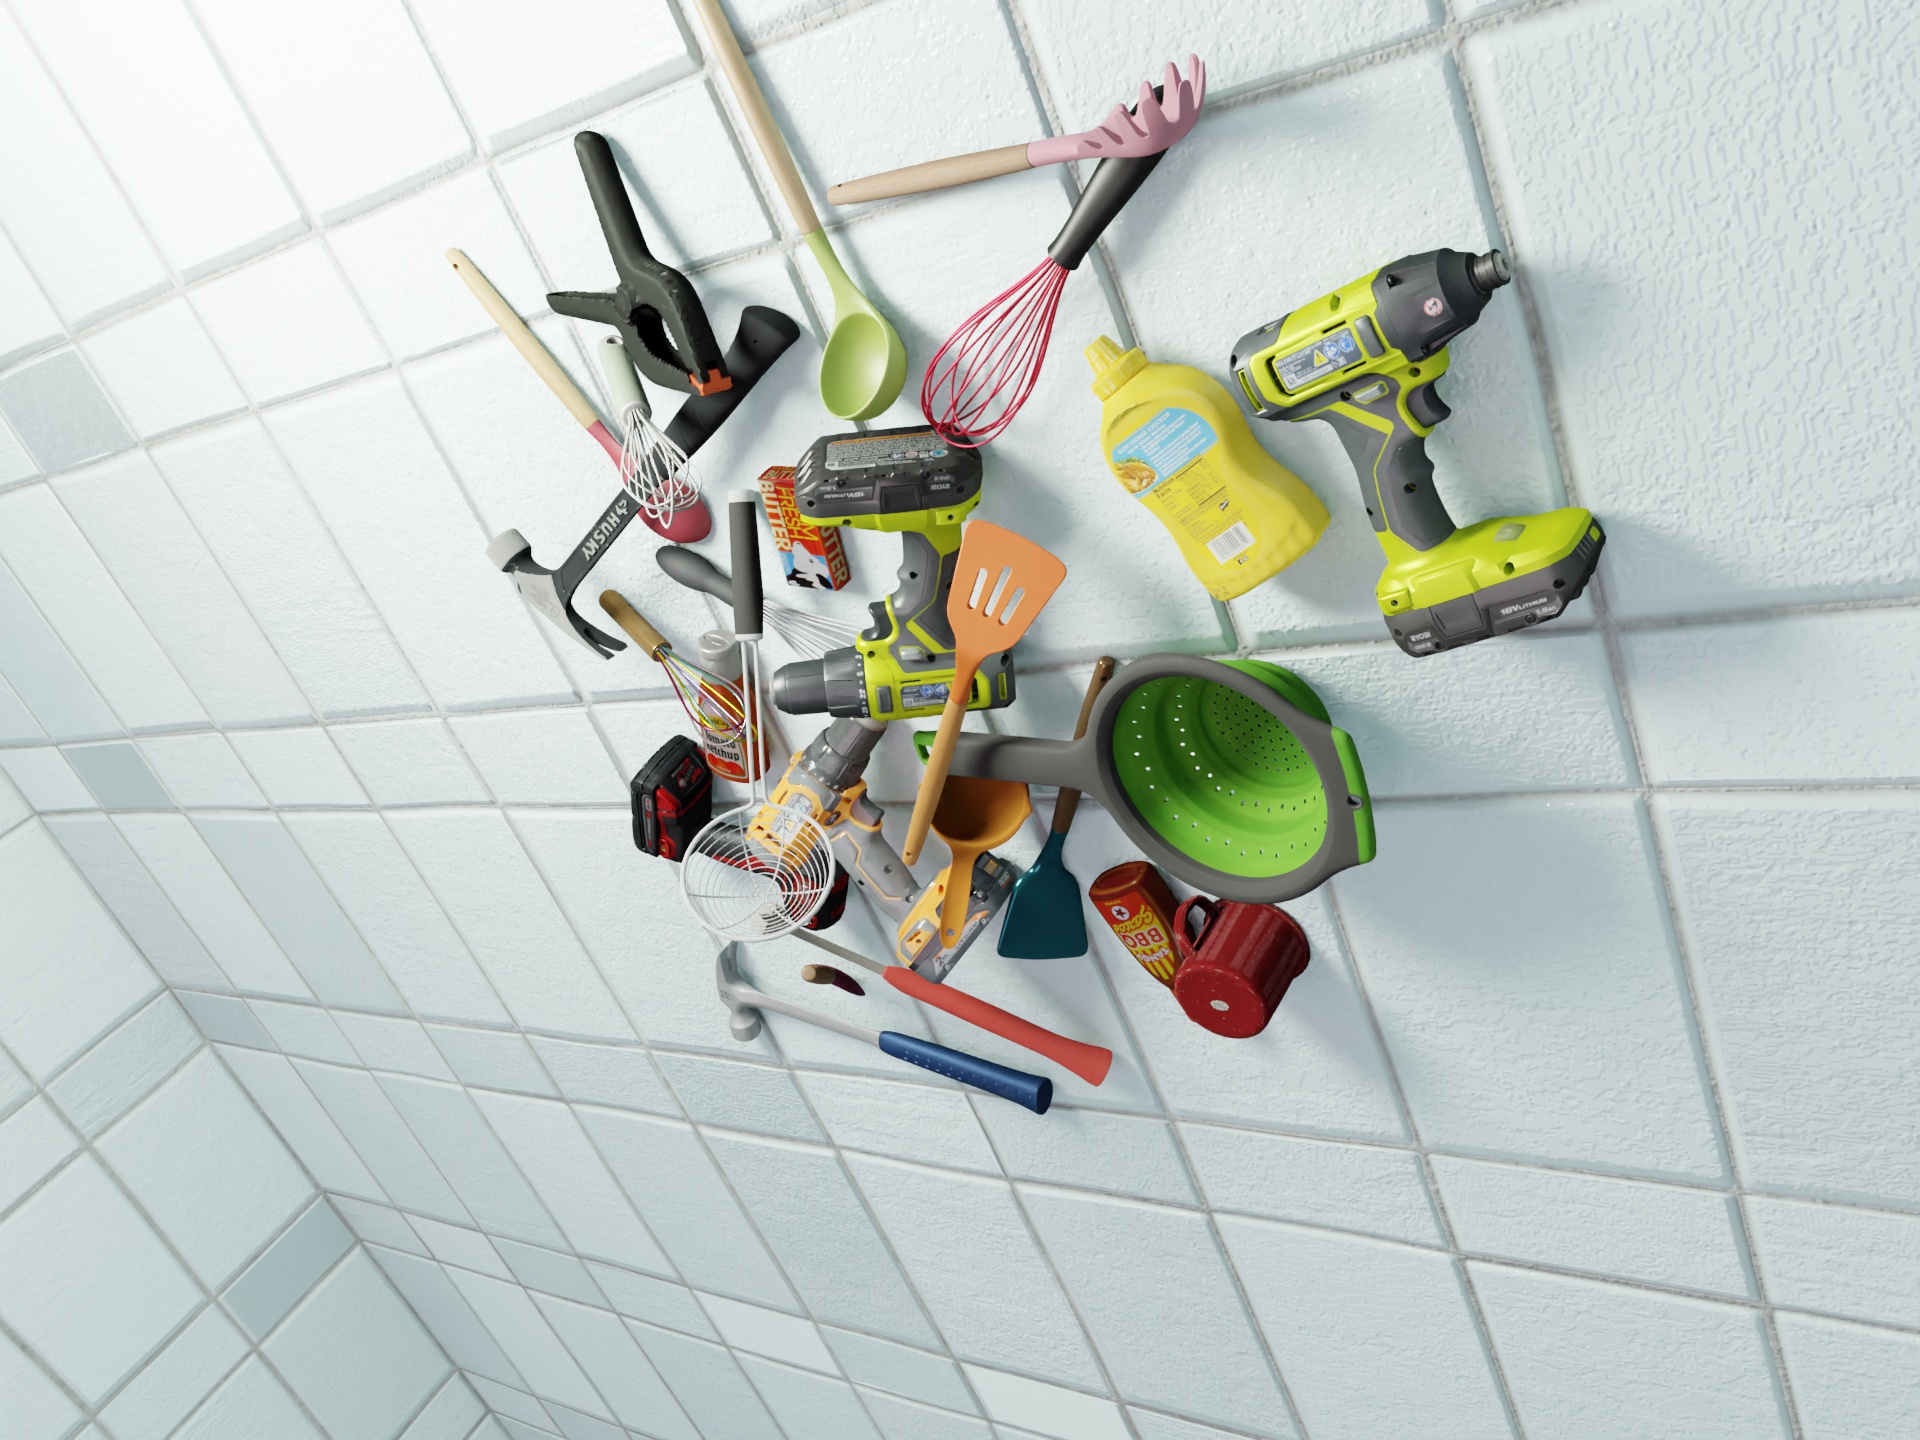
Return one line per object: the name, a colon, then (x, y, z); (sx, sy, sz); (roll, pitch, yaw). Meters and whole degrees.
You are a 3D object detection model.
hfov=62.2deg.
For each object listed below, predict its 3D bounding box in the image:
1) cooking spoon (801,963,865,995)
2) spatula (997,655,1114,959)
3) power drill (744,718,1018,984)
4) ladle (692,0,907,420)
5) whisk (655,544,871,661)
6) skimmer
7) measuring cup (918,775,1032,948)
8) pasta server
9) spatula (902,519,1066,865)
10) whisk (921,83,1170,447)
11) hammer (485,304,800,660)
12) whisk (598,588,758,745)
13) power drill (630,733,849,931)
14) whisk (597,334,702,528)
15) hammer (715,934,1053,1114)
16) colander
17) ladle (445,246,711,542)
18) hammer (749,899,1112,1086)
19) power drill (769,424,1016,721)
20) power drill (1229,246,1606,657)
cooking spoon: (-0.127, 0.241, 1.504); (0.069, 0.017, 0.318); (25, 172, 5)
spatula: (0.091, 0.078, 1.309); (0.082, 0.044, 0.317); (1, 132, -11)
power drill: (-0.059, 0.101, 1.401); (0.226, 0.084, 0.185); (37, 114, 4)
ladle: (-0.122, -0.359, 1.098); (0.078, 0.062, 0.320); (-4, 119, 46)
whisk: (-0.151, -0.083, 1.350); (0.285, 0.070, 0.070); (29, 137, 22)
skimmer: (-0.171, -0.007, 1.291); (0.127, 0.090, 0.363); (-3, 94, 2)
measuring cup: (0.007, 0.103, 1.332); (0.095, 0.052, 0.173); (11, 99, 5)
pasta server: (0.023, -0.354, 0.986); (0.316, 0.060, 0.040); (7, 137, 44)
spatula: (-0.002, -0.004, 1.210); (0.081, 0.041, 0.322); (28, 133, 11)
whisk: (0.056, -0.285, 1.028); (0.073, 0.073, 0.295); (41, 132, 1)
hammer: (-0.252, -0.196, 1.306); (0.149, 0.036, 0.409); (49, 130, -4)
whisk: (-0.256, -0.050, 1.410); (0.245, 0.047, 0.051); (41, 143, 34)
power drill: (-0.206, 0.107, 1.535); (0.220, 0.078, 0.143); (24, 136, 14)
whisk: (-0.245, -0.228, 1.209); (0.247, 0.057, 0.059); (-117, 29, -44)
hammer: (-0.091, 0.328, 1.660); (0.406, 0.035, 0.144); (12, 131, 29)
colander: (0.137, 0.018, 1.192); (0.397, 0.094, 0.204); (5, 124, 39)
ladle: (-0.326, -0.272, 1.345); (0.315, 0.031, 0.069); (50, 135, -7)
hammer: (-0.025, 0.250, 1.464); (0.359, 0.037, 0.149); (25, 171, -5)
power drill: (-0.060, -0.098, 1.202); (0.190, 0.080, 0.228); (-6, 125, 0)
power drill: (0.282, -0.161, 0.947); (0.171, 0.080, 0.223); (-19, 109, 44)
